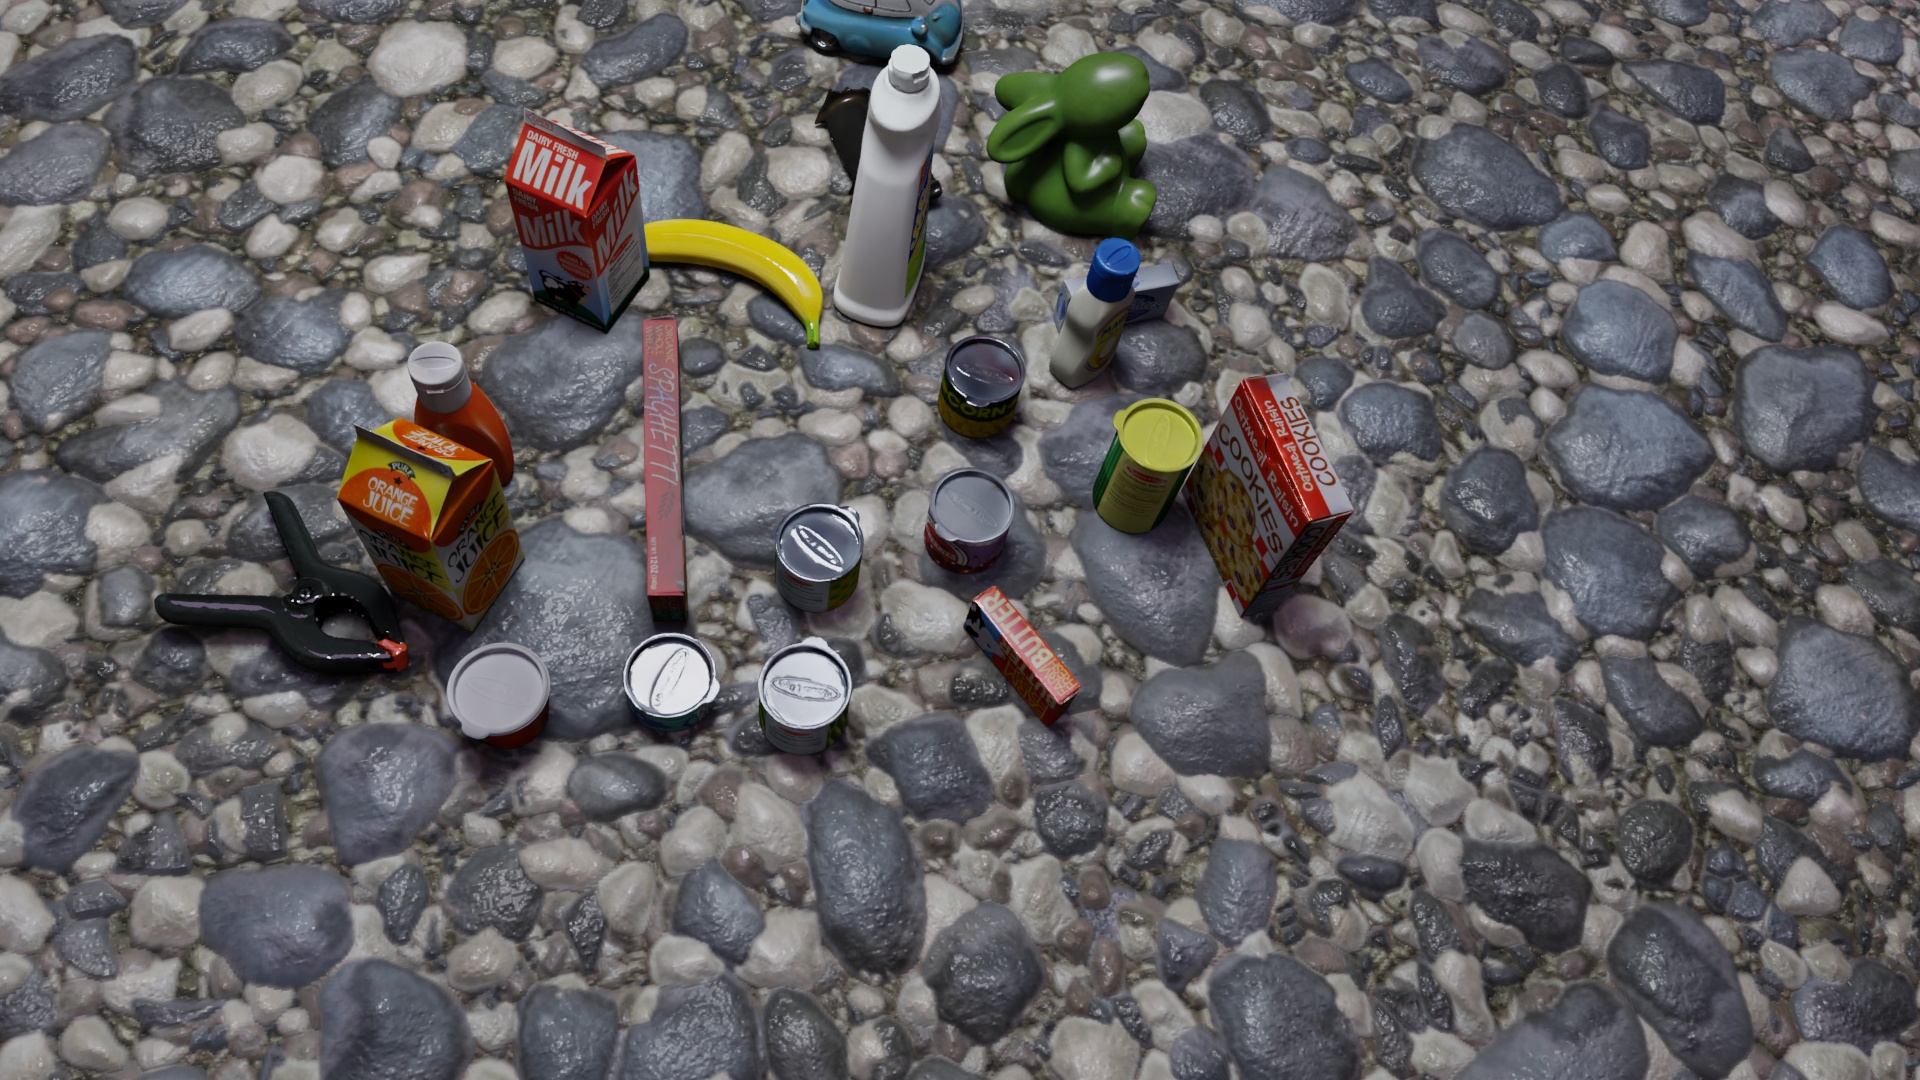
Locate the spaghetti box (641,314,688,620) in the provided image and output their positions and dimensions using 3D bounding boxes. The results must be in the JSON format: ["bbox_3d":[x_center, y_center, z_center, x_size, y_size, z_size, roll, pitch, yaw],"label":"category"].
[{"bbox_3d":[-0.230,-0.060,1.079,0.029,0.050,0.251,-3,63,-10],"label":"spaghetti box"}]

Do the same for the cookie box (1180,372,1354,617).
[{"bbox_3d":[0.230,-0.032,1.065,0.040,0.166,0.123,-14,66,-15],"label":"cookie box"}]

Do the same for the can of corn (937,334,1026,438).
[{"bbox_3d":[0.016,-0.124,1.144,0.071,0.058,0.071,3,62,-7],"label":"can of corn"}]

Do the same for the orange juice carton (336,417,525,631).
[{"bbox_3d":[-0.363,-0.017,0.956,0.072,0.191,0.073,25,62,5],"label":"orange juice carton"}]

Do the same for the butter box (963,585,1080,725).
[{"bbox_3d":[0.046,0.087,1.041,0.024,0.053,0.103,-34,72,-22],"label":"butter box"}]

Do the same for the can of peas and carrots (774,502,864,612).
[{"bbox_3d":[-0.107,0.012,1.054,0.071,0.058,0.071,3,62,-7],"label":"can of peas and carrots"}]

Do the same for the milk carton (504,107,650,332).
[{"bbox_3d":[-0.300,-0.257,1.093,0.072,0.189,0.074,25,62,5],"label":"milk carton"}]

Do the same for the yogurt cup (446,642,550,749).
[{"bbox_3d":[-0.320,0.112,0.973,0.072,0.053,0.073,3,62,-7],"label":"yogurt cup"}]

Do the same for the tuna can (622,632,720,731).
[{"bbox_3d":[-0.208,0.104,1.006,0.071,0.032,0.071,3,62,-7],"label":"tuna can"}]

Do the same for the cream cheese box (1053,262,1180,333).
[{"bbox_3d":[0.135,-0.210,1.210,0.104,0.053,0.024,-12,65,-14],"label":"cream cheese box"}]

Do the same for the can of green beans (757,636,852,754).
[{"bbox_3d":[-0.112,0.115,1.000,0.071,0.057,0.071,3,62,-7],"label":"can of green beans"}]

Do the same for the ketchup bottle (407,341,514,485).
[{"bbox_3d":[-0.370,-0.088,1.017,0.065,0.148,0.044,-2,63,-9],"label":"ketchup bottle"}]

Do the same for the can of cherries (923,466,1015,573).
[{"bbox_3d":[0.004,-0.014,1.084,0.071,0.058,0.072,3,62,-7],"label":"can of cherries"}]

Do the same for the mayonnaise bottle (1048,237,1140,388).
[{"bbox_3d":[0.113,-0.187,1.141,0.065,0.147,0.041,-39,74,-24],"label":"mayonnaise bottle"}]

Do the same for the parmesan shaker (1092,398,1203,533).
[{"bbox_3d":[0.144,-0.059,1.103,0.071,0.102,0.071,3,62,-7],"label":"parmesan shaker"}]
